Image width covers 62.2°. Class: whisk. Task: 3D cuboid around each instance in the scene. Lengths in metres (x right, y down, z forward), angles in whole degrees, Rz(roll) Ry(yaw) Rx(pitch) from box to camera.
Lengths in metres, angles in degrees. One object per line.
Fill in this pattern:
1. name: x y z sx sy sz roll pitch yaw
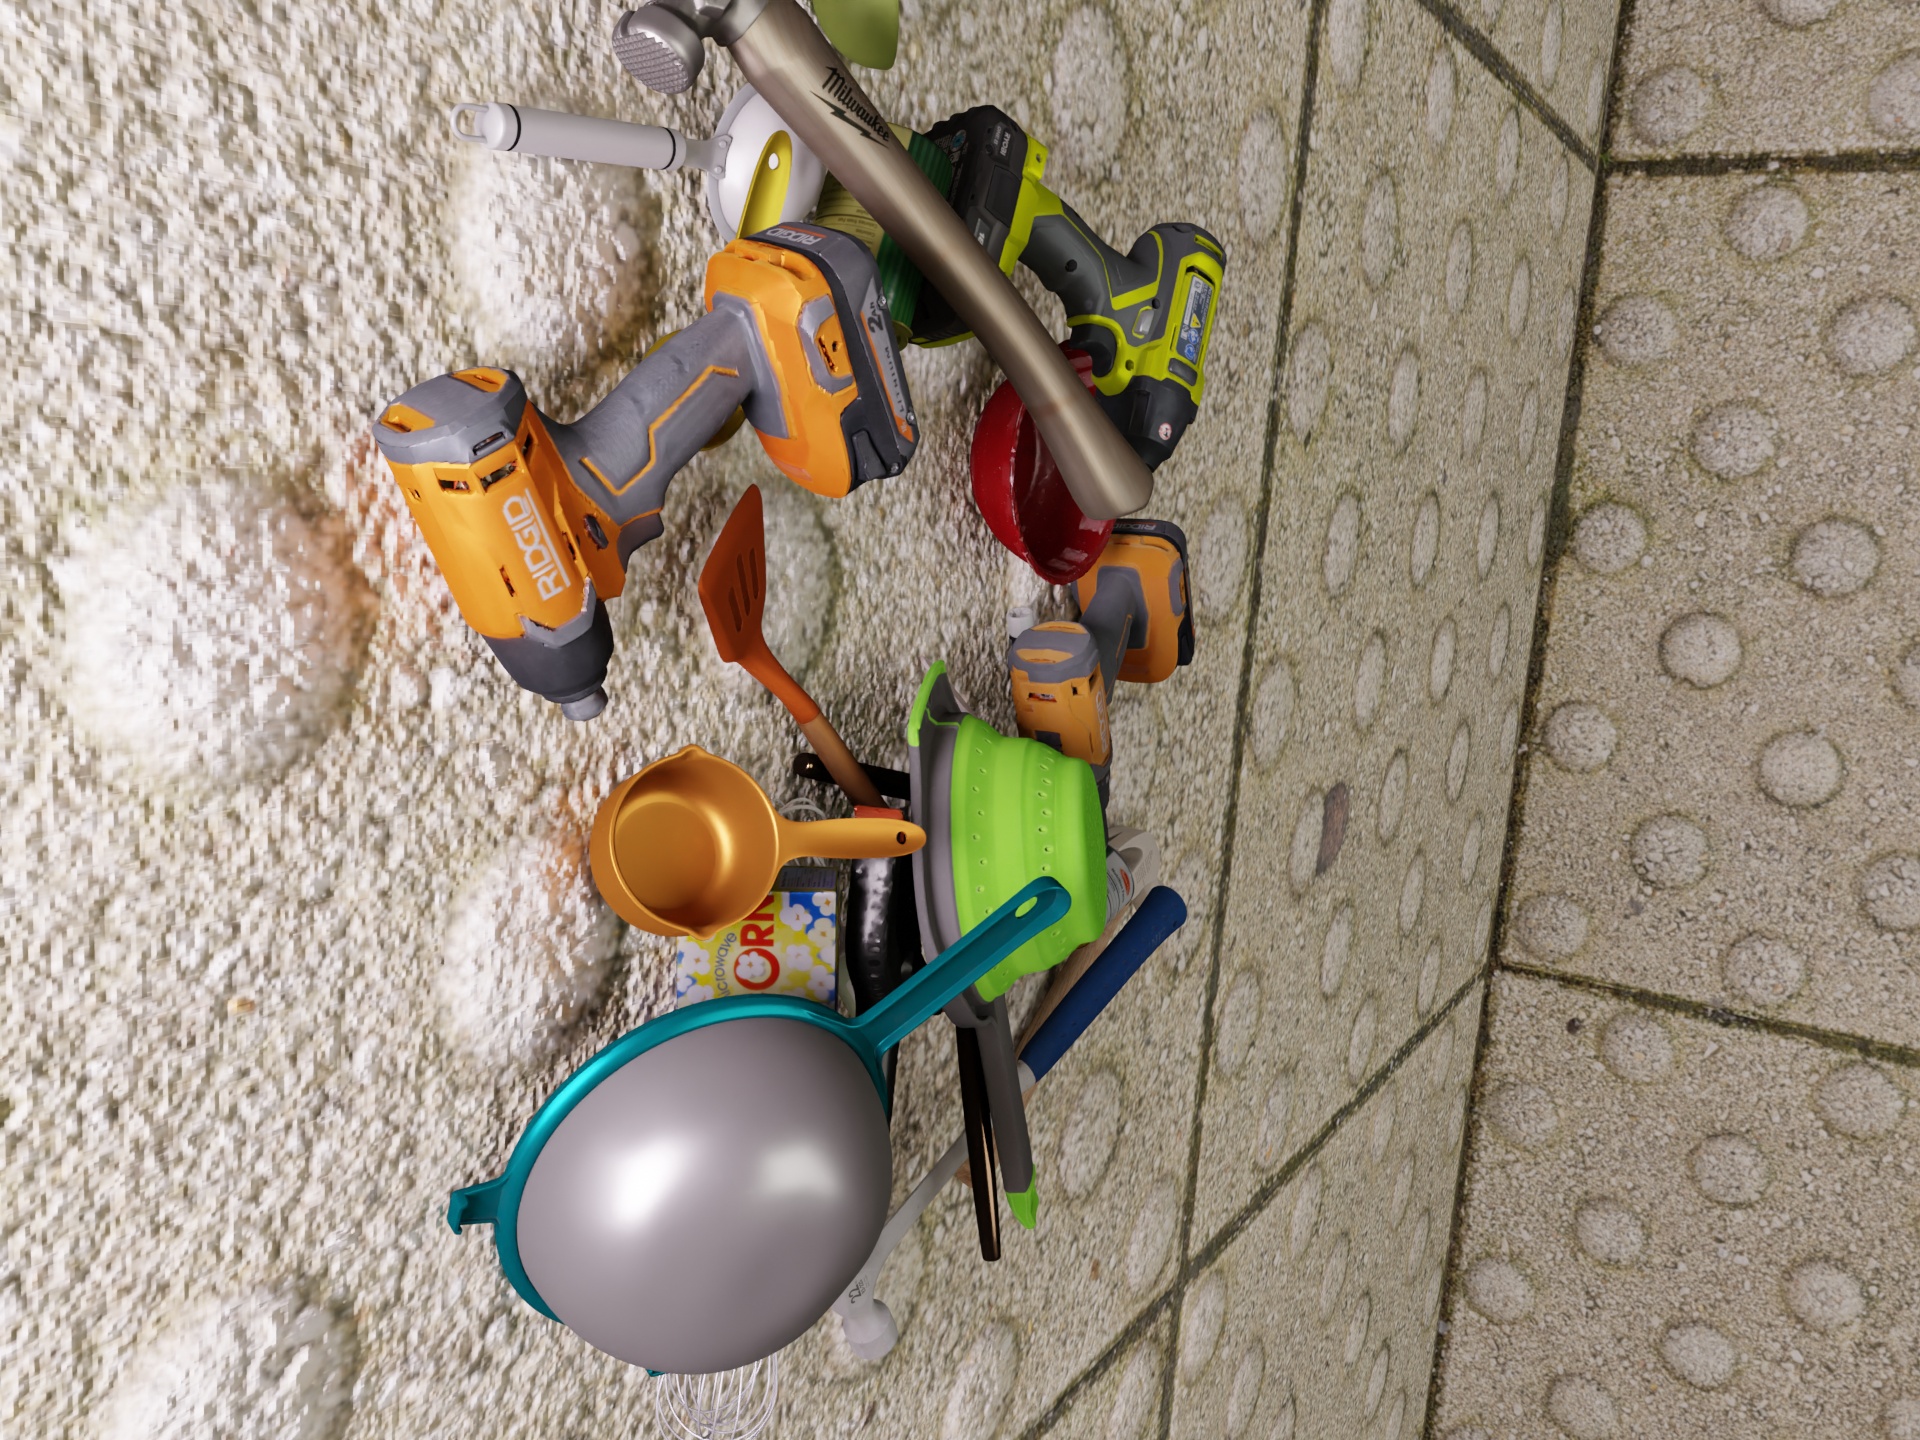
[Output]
1. whisk: -0.119 0.276 0.909 0.070 0.070 0.285 21 76 -59
2. whisk: -0.076 0.127 0.943 0.058 0.059 0.246 -44 142 -21

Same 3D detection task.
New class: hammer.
1. hammer: 0.040 0.255 1.134 0.405 0.035 0.144 -43 134 -33
2. hammer: 0.081 0.217 1.251 0.331 0.031 0.129 -57 143 -33
3. hammer: -0.002 -0.246 0.816 0.410 0.038 0.146 43 65 -43

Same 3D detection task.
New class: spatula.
1. spatula: 0.004 0.203 1.045 0.060 0.018 0.316 -17 102 -63
2. spatula: -0.068 0.013 0.901 0.322 0.041 0.081 59 37 -37

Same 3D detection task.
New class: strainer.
1. strainer: -0.062 0.208 0.790 0.340 0.095 0.210 -38 130 -7
2. strainer: -0.130 -0.264 0.742 0.258 0.050 0.086 -18 129 -53

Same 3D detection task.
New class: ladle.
1. ladle: 0.011 -0.441 0.910 0.320 0.062 0.078 -48 146 -46

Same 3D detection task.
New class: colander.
1. colander: 0.050 0.155 0.997 0.205 0.094 0.396 -71 154 -64

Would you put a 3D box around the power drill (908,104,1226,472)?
1. power drill: 0.062 -0.248 0.954 0.223 0.080 0.171 20 78 -38

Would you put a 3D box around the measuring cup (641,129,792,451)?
1. measuring cup: -0.115 -0.208 0.766 0.062 0.029 0.156 11 100 -52

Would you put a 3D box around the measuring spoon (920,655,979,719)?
1. measuring spoon: -0.002 -0.003 1.059 0.018 0.034 0.124 -33 137 7

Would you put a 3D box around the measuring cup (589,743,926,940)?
1. measuring cup: -0.103 0.064 0.807 0.173 0.052 0.095 2 77 -33

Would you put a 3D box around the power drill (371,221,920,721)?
1. power drill: -0.129 -0.110 0.712 0.226 0.084 0.164 -37 132 -26

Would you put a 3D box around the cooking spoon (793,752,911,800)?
1. cooking spoon: -0.014 0.048 1.050 0.318 0.017 0.069 16 79 -59

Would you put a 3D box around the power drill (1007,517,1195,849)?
1. power drill: 0.103 -0.022 1.143 0.226 0.084 0.185 -56 144 -48

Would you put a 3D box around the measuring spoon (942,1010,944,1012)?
1. measuring spoon: 0.011 0.208 1.148 0.116 0.011 0.021 31 72 -58
